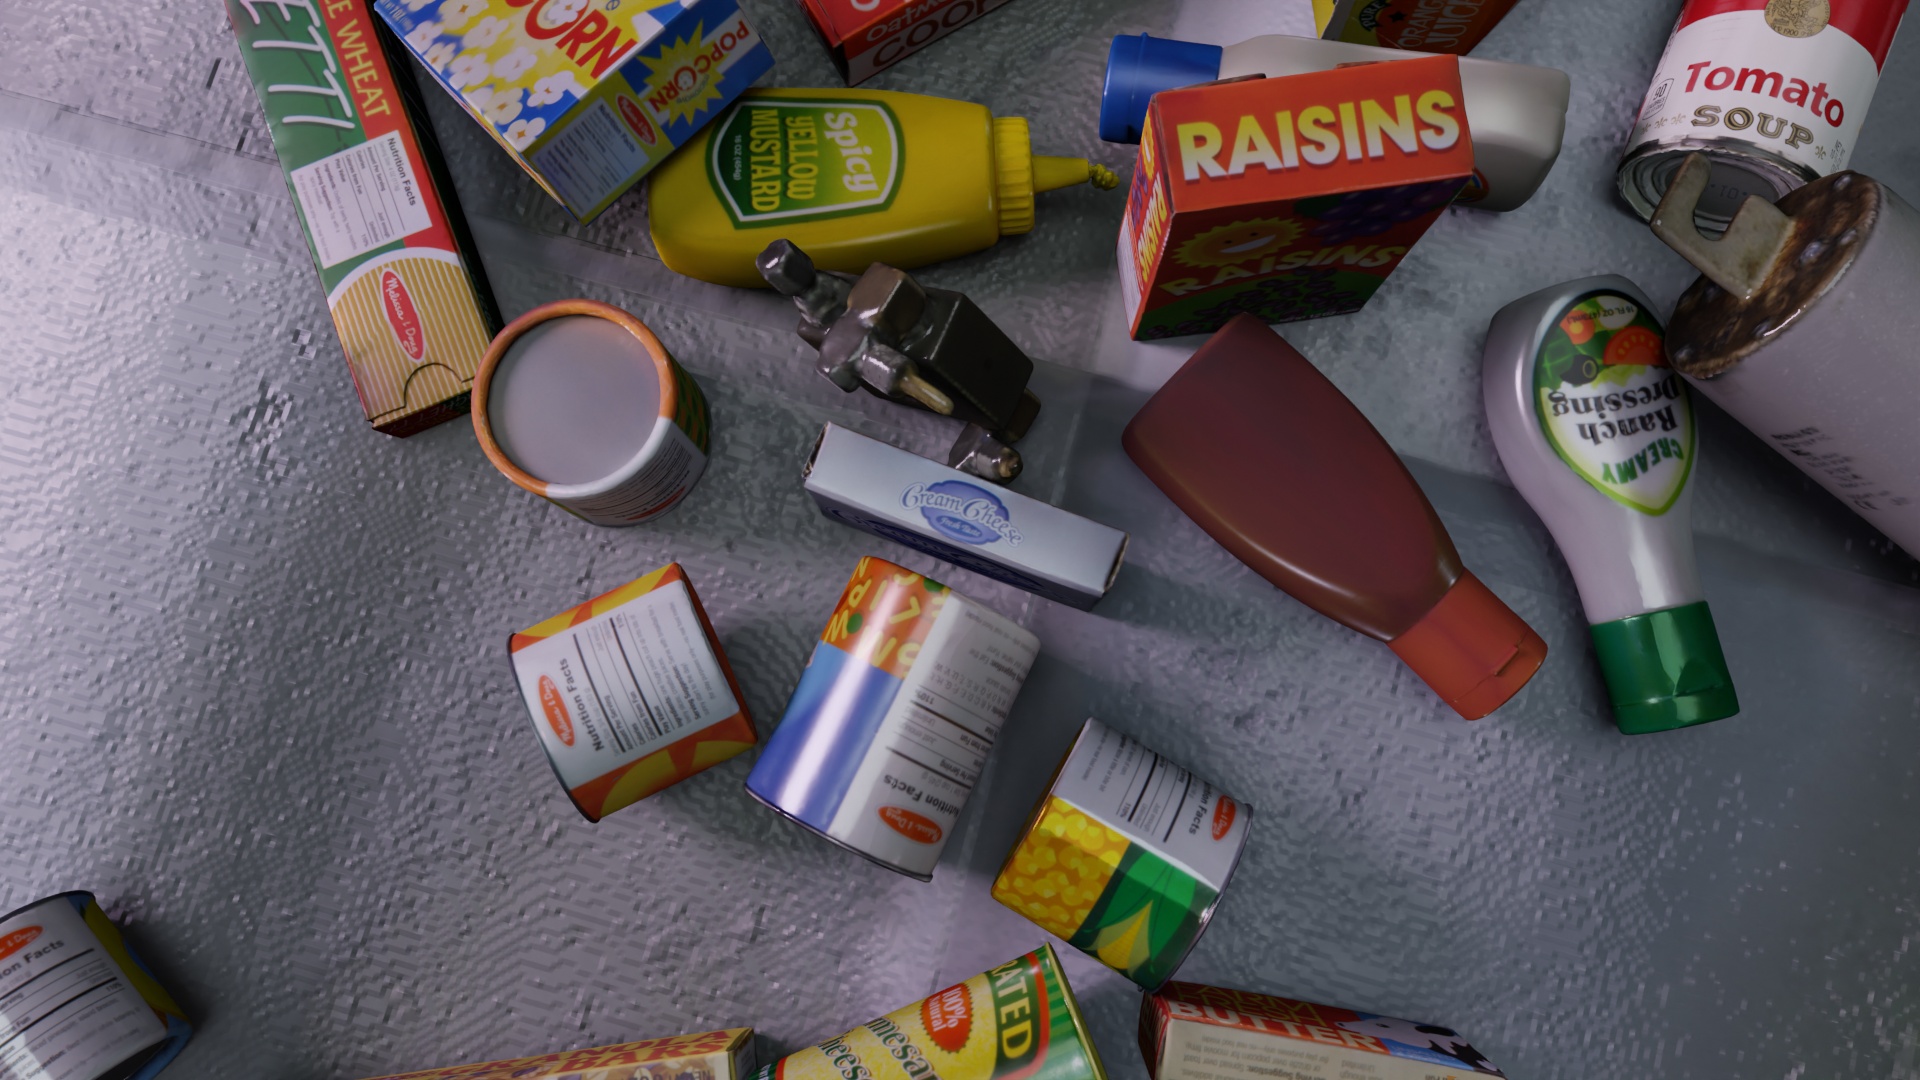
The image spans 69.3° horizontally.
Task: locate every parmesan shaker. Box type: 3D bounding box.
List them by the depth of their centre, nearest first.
[{"bbox_3d":[-0.006,0.175,0.422,0.103,0.071,0.071,-23,82,-2],"label":"parmesan shaker"}]

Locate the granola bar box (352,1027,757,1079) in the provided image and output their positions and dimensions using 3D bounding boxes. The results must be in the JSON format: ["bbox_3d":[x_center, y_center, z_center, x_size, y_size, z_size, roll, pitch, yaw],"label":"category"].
[{"bbox_3d":[-0.143,0.229,0.434,0.166,0.039,0.124,-8,82,0],"label":"granola bar box"}]

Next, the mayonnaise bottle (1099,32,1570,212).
[{"bbox_3d":[0.123,-0.145,0.475,0.148,0.064,0.041,10,85,7],"label":"mayonnaise bottle"}]

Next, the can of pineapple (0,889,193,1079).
[{"bbox_3d":[-0.289,0.155,0.436,0.071,0.071,0.058,-42,83,-5],"label":"can of pineapple"}]

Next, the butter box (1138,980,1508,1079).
[{"bbox_3d":[0.109,0.161,0.431,0.103,0.053,0.024,9,85,3],"label":"butter box"}]

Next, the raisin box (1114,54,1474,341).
[{"bbox_3d":[0.098,-0.103,0.436,0.086,0.123,0.040,-7,82,1],"label":"raisin box"}]

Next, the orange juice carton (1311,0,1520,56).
[{"bbox_3d":[0.190,-0.237,0.481,0.073,0.071,0.193,44,85,7],"label":"orange juice carton"}]

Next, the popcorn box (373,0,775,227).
[{"bbox_3d":[-0.134,-0.173,0.471,0.085,0.038,0.127,-42,57,-5],"label":"popcorn box"}]

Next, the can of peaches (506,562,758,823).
[{"bbox_3d":[-0.104,0.048,0.447,0.058,0.071,0.071,-25,82,-8],"label":"can of peaches"}]

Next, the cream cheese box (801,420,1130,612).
[{"bbox_3d":[0.002,-0.006,0.459,0.104,0.053,0.024,20,81,4],"label":"cream cheese box"}]

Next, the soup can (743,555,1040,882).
[{"bbox_3d":[-0.023,0.055,0.446,0.071,0.071,0.084,26,82,5],"label":"soup can"}]

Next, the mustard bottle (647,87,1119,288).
[{"bbox_3d":[-0.025,-0.124,0.480,0.160,0.048,0.065,-4,80,1],"label":"mustard bottle"}]

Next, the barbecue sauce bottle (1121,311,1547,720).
[{"bbox_3d":[0.126,-0.005,0.461,0.148,0.043,0.065,44,85,6],"label":"barbecue sauce bottle"}]

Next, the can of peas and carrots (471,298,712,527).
[{"bbox_3d":[-0.123,-0.043,0.465,0.071,0.058,0.071,0,81,1],"label":"can of peas and carrots"}]

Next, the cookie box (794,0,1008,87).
[{"bbox_3d":[-0.002,-0.261,0.504,0.167,0.040,0.123,-30,82,-3],"label":"cookie box"}]

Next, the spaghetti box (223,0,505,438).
[{"bbox_3d":[-0.222,-0.159,0.500,0.050,0.028,0.250,-22,81,-2],"label":"spaghetti box"}]

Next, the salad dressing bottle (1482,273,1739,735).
[{"bbox_3d":[0.217,-0.012,0.459,0.064,0.044,0.148,-11,81,-7],"label":"salad dressing bottle"}]

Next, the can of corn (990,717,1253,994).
[{"bbox_3d":[0.049,0.099,0.437,0.058,0.071,0.071,30,83,6],"label":"can of corn"}]
